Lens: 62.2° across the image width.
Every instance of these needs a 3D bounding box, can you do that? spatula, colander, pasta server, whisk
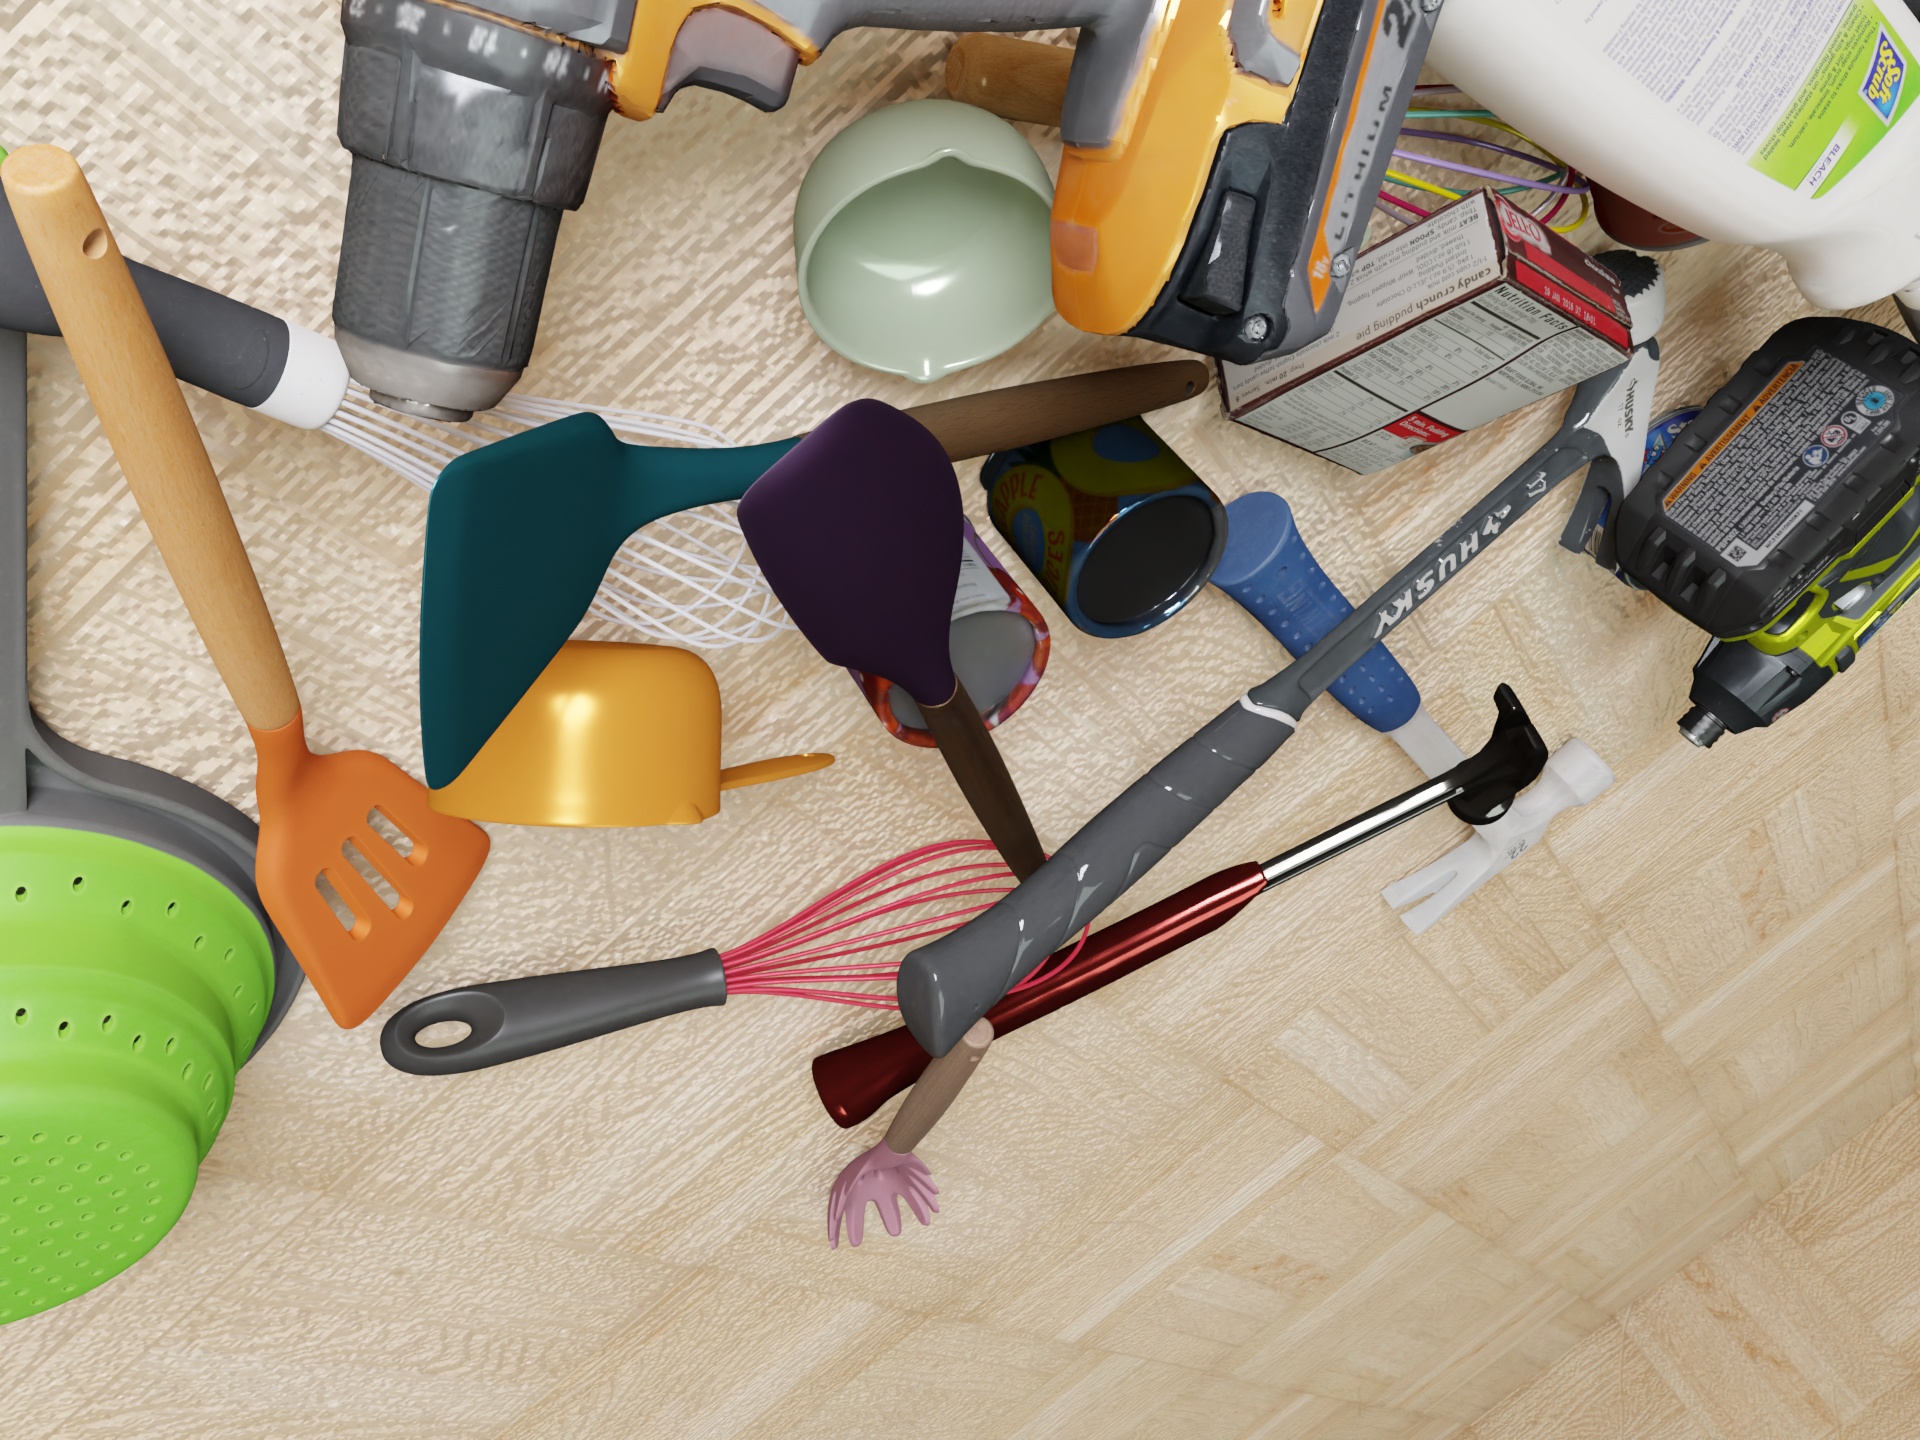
[{"bbox_3d":[-0.019,-0.070,0.448,0.317,0.044,0.082,-23,137,-42],"label":"spatula"},{"bbox_3d":[-0.263,0.050,0.420,0.204,0.095,0.396,-4,133,-34],"label":"colander"},{"bbox_3d":[-0.021,0.195,0.735,0.060,0.040,0.316,-9,155,-17],"label":"pasta server"},{"bbox_3d":[-0.175,-0.012,0.410,0.081,0.041,0.322,-59,173,-30],"label":"spatula"},{"bbox_3d":[-0.080,0.099,0.644,0.295,0.073,0.073,-9,136,-23],"label":"whisk"},{"bbox_3d":[-0.136,-0.075,0.398,0.070,0.070,0.284,-49,143,17],"label":"whisk"},{"bbox_3d":[-0.001,-0.002,0.516,0.060,0.018,0.315,-42,153,-8],"label":"spatula"},{"bbox_3d":[0.108,-0.180,0.489,0.245,0.051,0.047,-3,90,-28],"label":"whisk"}]

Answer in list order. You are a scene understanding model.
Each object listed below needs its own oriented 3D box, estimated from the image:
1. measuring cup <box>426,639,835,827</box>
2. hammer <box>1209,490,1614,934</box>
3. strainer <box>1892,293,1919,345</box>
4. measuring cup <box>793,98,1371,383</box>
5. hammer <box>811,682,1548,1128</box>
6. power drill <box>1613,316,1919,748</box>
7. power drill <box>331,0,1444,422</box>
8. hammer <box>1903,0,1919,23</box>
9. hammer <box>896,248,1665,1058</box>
[{"bbox_3d":[-0.094,-0.001,0.521,0.173,0.095,0.052,-8,102,-58],"label":"measuring cup"},{"bbox_3d":[0.212,0.004,0.775,0.144,0.035,0.405,-44,142,11],"label":"hammer"},{"bbox_3d":[0.395,-0.236,0.602,0.340,0.095,0.211,9,113,-42],"label":"strainer"},{"bbox_3d":[0.034,-0.142,0.453,0.167,0.038,0.083,-7,149,-11],"label":"measuring cup"},{"bbox_3d":[0.093,0.092,0.723,0.359,0.037,0.149,-27,161,6],"label":"hammer"},{"bbox_3d":[0.383,-0.073,0.730,0.171,0.080,0.223,-50,146,12],"label":"power drill"},{"bbox_3d":[-0.020,-0.140,0.350,0.226,0.084,0.185,10,107,-23],"label":"power drill"},{"bbox_3d":[0.232,-0.294,0.474,0.336,0.034,0.127,7,125,-41],"label":"hammer"},{"bbox_3d":[0.135,-0.013,0.629,0.409,0.036,0.149,-40,139,-13],"label":"hammer"}]
